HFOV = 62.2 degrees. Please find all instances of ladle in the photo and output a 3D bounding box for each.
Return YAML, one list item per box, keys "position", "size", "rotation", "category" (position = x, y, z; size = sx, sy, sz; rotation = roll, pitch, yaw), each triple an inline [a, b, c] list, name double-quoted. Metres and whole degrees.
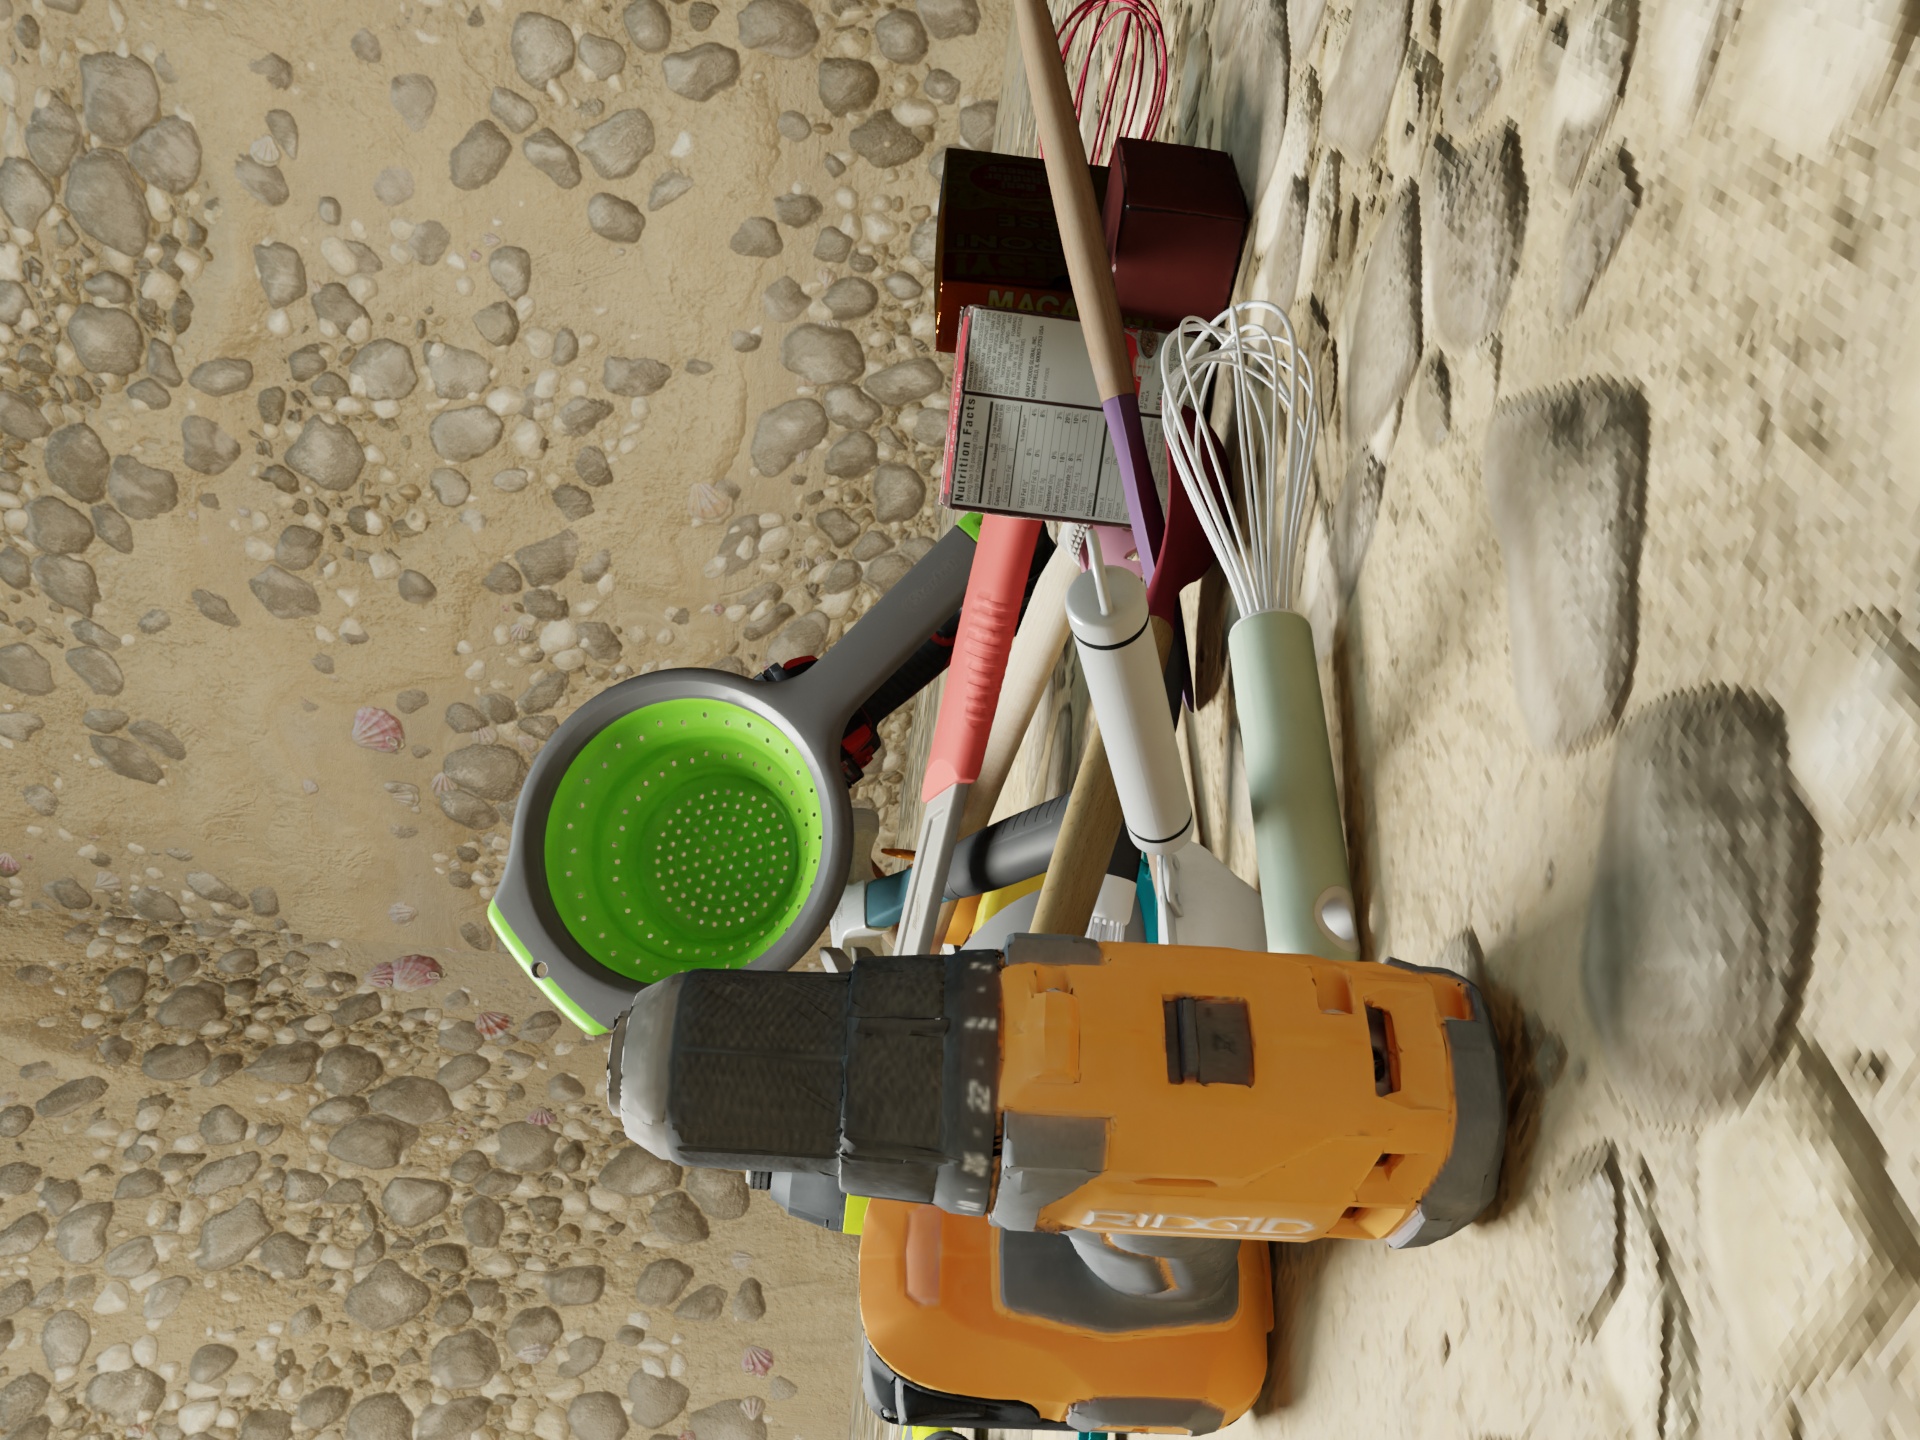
- position: [0.059, -0.015, 0.538]
  size: [0.316, 0.031, 0.069]
  rotation: [-67, -34, -46]
  category: "ladle"

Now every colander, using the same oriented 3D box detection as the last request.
- position: [-0.100, 0.020, 0.967]
  size: [0.397, 0.205, 0.094]
  rotation: [-45, -15, -3]
  category: "colander"

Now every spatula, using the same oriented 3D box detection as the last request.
- position: [0.061, -0.157, 0.658]
  size: [0.059, 0.018, 0.316]
  rotation: [5, -108, -78]
  category: "spatula"

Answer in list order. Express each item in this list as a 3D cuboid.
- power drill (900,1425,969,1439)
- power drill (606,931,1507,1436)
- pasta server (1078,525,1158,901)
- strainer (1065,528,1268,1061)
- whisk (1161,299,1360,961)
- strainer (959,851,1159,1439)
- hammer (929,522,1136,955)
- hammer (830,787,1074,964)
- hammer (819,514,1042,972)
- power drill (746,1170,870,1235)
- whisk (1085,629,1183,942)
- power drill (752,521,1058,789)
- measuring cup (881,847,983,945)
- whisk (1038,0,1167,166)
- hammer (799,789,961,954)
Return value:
- position: [-0.019, 0.440, 1.071]
  size: [0.190, 0.080, 0.229]
  rotation: [101, 171, -49]
  category: "power drill"
- position: [0.013, 0.122, 0.407]
  size: [0.226, 0.185, 0.084]
  rotation: [97, 175, -56]
  category: "power drill"
- position: [0.084, 0.000, 0.682]
  size: [0.317, 0.040, 0.060]
  rotation: [-95, 11, -49]
  category: "pasta server"
- position: [0.060, 0.034, 0.454]
  size: [0.258, 0.050, 0.087]
  rotation: [68, -162, -53]
  category: "strainer"
- position: [0.092, -0.033, 0.486]
  size: [0.059, 0.057, 0.247]
  rotation: [-35, 46, 43]
  category: "whisk"
- position: [0.024, 0.221, 0.678]
  size: [0.211, 0.095, 0.341]
  rotation: [108, 169, -69]
  category: "strainer"
- position: [0.014, 0.034, 0.966]
  size: [0.146, 0.038, 0.410]
  rotation: [-90, 19, -64]
  category: "hammer"
- position: [0.001, 0.080, 0.864]
  size: [0.331, 0.033, 0.128]
  rotation: [-31, 56, 59]
  category: "hammer"
- position: [-0.001, -0.003, 0.805]
  size: [0.149, 0.036, 0.359]
  rotation: [39, 120, 59]
  category: "hammer"
- position: [-0.049, 0.285, 1.075]
  size: [0.223, 0.171, 0.080]
  rotation: [-105, 21, -87]
  category: "power drill"
- position: [0.045, 0.097, 0.583]
  size: [0.070, 0.070, 0.285]
  rotation: [115, 168, -77]
  category: "whisk"
- position: [-0.027, -0.054, 1.054]
  size: [0.080, 0.226, 0.187]
  rotation: [52, 176, 10]
  category: "power drill"
- position: [-0.013, 0.121, 1.079]
  size: [0.173, 0.095, 0.052]
  rotation: [27, -118, -63]
  category: "measuring cup"
- position: [0.064, -0.269, 0.918]
  size: [0.073, 0.073, 0.295]
  rotation: [-98, 18, -73]
  category: "whisk"
- position: [-0.043, 0.149, 1.158]
  size: [0.331, 0.031, 0.130]
  rotation: [60, -155, -48]
  category: "hammer"
